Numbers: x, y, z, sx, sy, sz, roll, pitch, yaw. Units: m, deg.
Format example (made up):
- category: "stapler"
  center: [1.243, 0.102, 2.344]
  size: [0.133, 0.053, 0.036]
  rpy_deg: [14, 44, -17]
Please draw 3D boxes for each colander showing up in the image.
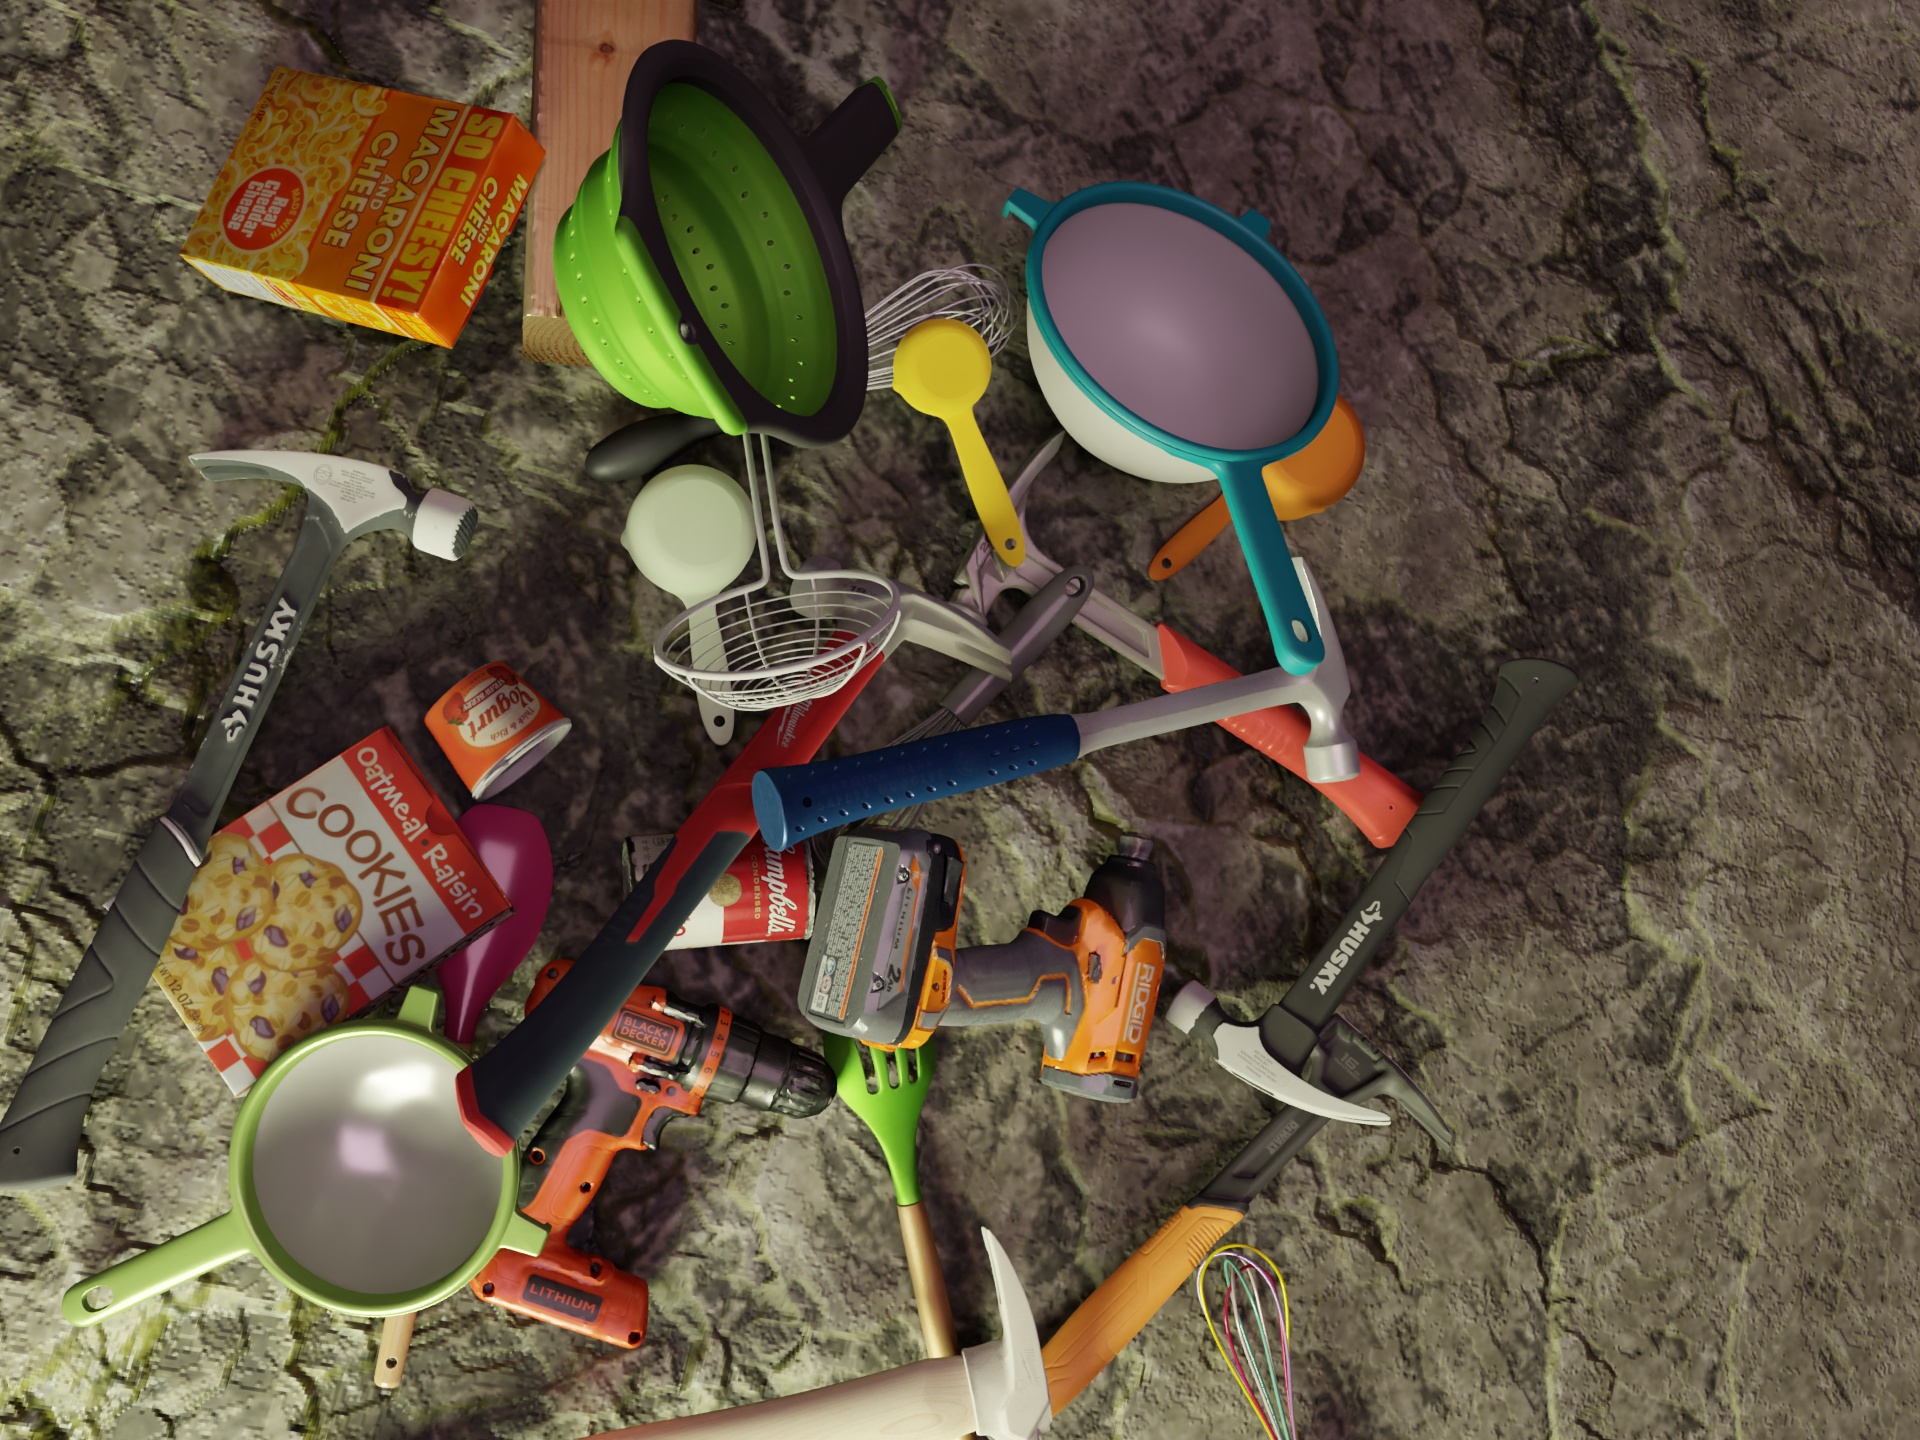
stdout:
- category: "colander"
  center: [-0.119, -0.270, 0.865]
  size: [0.204, 0.094, 0.397]
  rpy_deg: [61, 28, -27]

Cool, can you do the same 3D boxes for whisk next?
- category: "whisk"
  center: [-0.093, -0.206, 0.960]
  size: [0.284, 0.070, 0.070]
  rpy_deg: [-25, 93, -12]
- category: "whisk"
  center: [0.206, 0.444, 1.002]
  size: [0.047, 0.051, 0.245]
  rpy_deg: [-20, 94, -23]
- category: "whisk"
  center: [-0.001, -0.002, 0.952]
  size: [0.055, 0.055, 0.239]
  rpy_deg: [43, 86, -10]

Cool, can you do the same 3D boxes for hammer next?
- category: "hammer"
  center: [0.070, 0.001, 0.906]
  size: [0.405, 0.035, 0.144]
  rpy_deg: [-13, 95, -31]
- category: "hammer"
  center: [0.164, -0.031, 1.026]
  size: [0.359, 0.037, 0.149]
  rpy_deg: [31, 84, -13]
- category: "hammer"
  center: [-0.154, 0.395, 0.880]
  size: [0.410, 0.038, 0.146]
  rpy_deg: [-9, 77, -11]
- category: "hammer"
  center: [-0.399, 0.041, 0.820]
  size: [0.149, 0.036, 0.409]
  rpy_deg: [19, 73, -2]
- category: "hammer"
  center: [0.146, 0.321, 0.972]
  size: [0.337, 0.034, 0.127]
  rpy_deg: [-41, 59, -13]
- category: "hammer"
  center: [0.285, 0.097, 1.000]
  size: [0.146, 0.035, 0.335]
  rpy_deg: [35, 82, 24]
- category: "hammer"
  center: [-0.121, 0.070, 0.853]
  size: [0.143, 0.038, 0.386]
  rpy_deg: [24, 60, 19]

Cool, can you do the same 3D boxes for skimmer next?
- category: "skimmer"
  center: [-0.115, -0.165, 0.864]
  size: [0.127, 0.090, 0.364]
  rpy_deg: [-11, 65, 0]

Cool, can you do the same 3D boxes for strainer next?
- category: "strainer"
  center: [0.137, -0.167, 0.969]
  size: [0.211, 0.095, 0.341]
  rpy_deg: [-4, 67, -26]
- category: "strainer"
  center: [-0.344, 0.250, 0.838]
  size: [0.256, 0.069, 0.151]
  rpy_deg: [-26, 89, 3]

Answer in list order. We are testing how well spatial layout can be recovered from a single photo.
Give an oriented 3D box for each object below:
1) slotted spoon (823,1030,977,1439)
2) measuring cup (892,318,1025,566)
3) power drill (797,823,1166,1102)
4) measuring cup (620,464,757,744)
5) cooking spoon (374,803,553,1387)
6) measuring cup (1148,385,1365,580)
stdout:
- category: "slotted spoon"
  center: [-0.022, 0.312, 0.952]
  size: [0.070, 0.031, 0.314]
  rpy_deg: [-12, 91, -25]
- category: "measuring cup"
  center: [0.009, -0.164, 0.946]
  size: [0.062, 0.029, 0.156]
  rpy_deg: [-24, 101, -8]
- category: "power drill"
  center: [0.029, 0.127, 0.933]
  size: [0.226, 0.084, 0.164]
  rpy_deg: [19, 79, -34]
- category: "measuring cup"
  center: [-0.150, -0.069, 0.936]
  size: [0.083, 0.038, 0.167]
  rpy_deg: [-8, 86, -17]
- category: "cooking spoon"
  center: [-0.285, 0.205, 0.885]
  size: [0.068, 0.017, 0.319]
  rpy_deg: [12, 81, -15]
- category: "measuring cup"
  center: [0.192, -0.151, 1.039]
  size: [0.173, 0.052, 0.095]
  rpy_deg: [-42, 98, -14]
